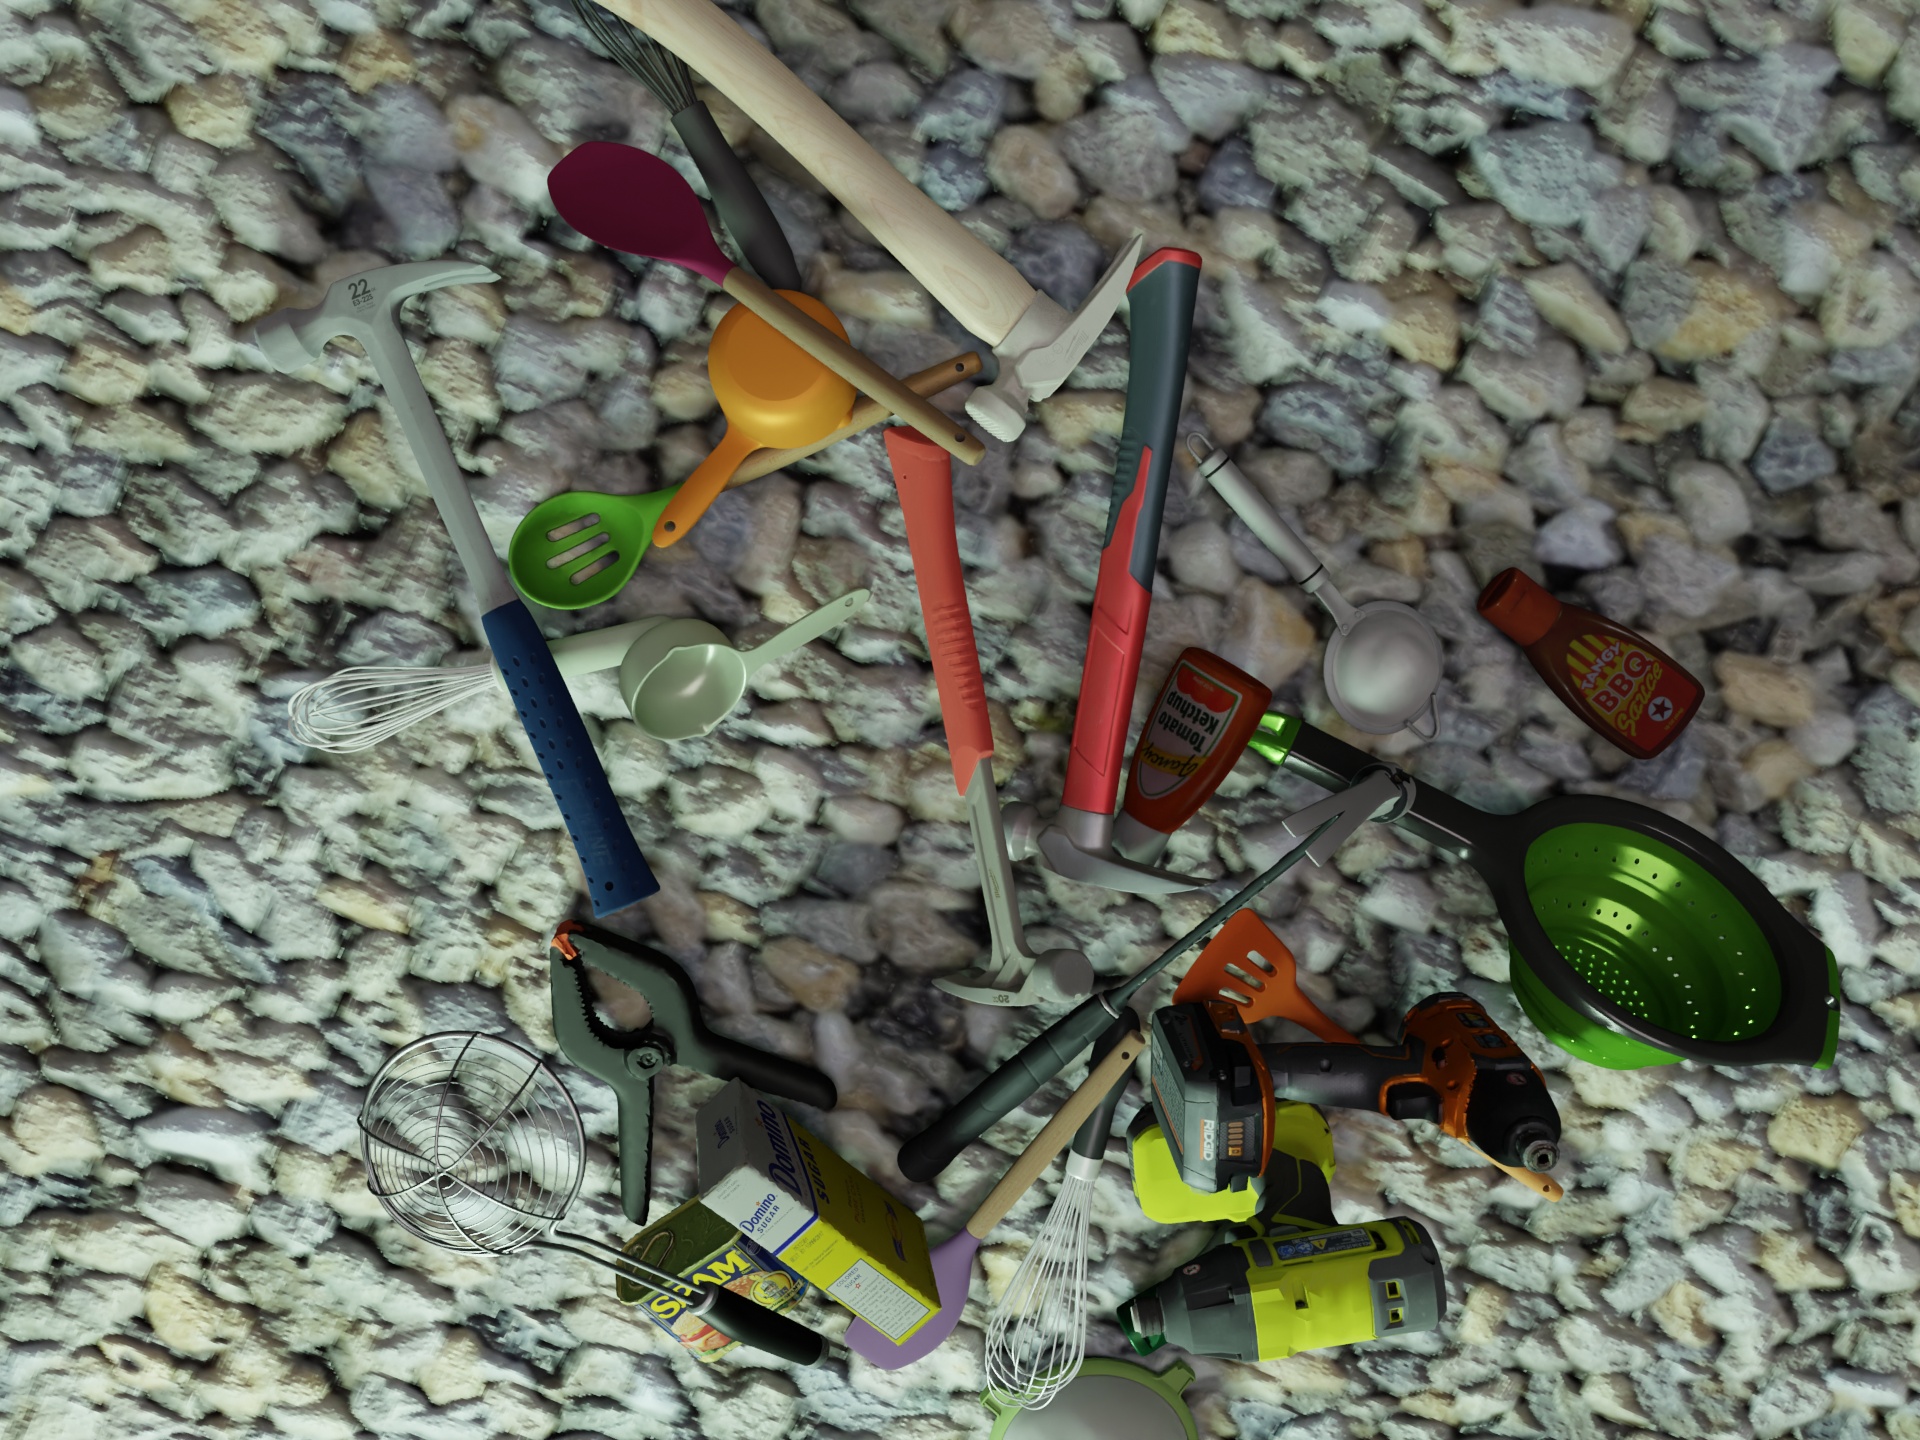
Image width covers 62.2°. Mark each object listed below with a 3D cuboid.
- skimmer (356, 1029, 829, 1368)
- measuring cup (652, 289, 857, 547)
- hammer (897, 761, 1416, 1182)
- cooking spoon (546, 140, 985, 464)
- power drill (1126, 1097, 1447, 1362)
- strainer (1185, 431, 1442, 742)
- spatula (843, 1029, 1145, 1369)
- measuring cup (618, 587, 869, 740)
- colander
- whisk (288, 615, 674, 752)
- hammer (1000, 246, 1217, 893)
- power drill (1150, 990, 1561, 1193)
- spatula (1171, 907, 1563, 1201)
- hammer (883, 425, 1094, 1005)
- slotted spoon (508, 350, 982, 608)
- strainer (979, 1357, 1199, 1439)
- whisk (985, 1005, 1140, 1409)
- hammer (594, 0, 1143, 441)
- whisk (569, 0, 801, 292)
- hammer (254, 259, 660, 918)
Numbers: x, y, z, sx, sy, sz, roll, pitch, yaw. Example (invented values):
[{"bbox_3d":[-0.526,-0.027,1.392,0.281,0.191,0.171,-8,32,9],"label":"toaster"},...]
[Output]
[{"bbox_3d":[-0.197,0.301,0.949,0.127,0.090,0.362,-36,132,9],"label":"skimmer"},{"bbox_3d":[-0.131,-0.177,0.938,0.095,0.052,0.173,36,84,4],"label":"measuring cup"},{"bbox_3d":[0.102,0.166,0.971,0.409,0.149,0.036,-44,75,24],"label":"hammer"},{"bbox_3d":[-0.112,-0.239,0.910,0.319,0.017,0.069,38,73,13],"label":"cooking spoon"},{"bbox_3d":[0.177,0.307,0.975,0.171,0.223,0.080,-9,101,-1],"label":"power drill"},{"bbox_3d":[0.228,-0.083,1.001,0.087,0.050,0.258,-44,96,-10],"label":"strainer"},{"bbox_3d":[0.026,0.322,1.054,0.059,0.018,0.316,34,108,-5],"label":"spatula"},{"bbox_3d":[-0.135,-0.050,0.988,0.167,0.038,0.083,-30,144,-16],"label":"measuring cup"},{"bbox_3d":[0.345,0.114,1.013,0.397,0.205,0.094,27,133,8],"label":"colander"},{"bbox_3d":[-0.294,-0.028,0.985,0.246,0.059,0.057,-13,138,-4],"label":"whisk"},{"bbox_3d":[0.115,-0.089,0.969,0.143,0.038,0.386,12,97,29],"label":"hammer"},{"bbox_3d":[0.239,0.226,0.960,0.226,0.164,0.084,-2,105,-4],"label":"power drill"},{"bbox_3d":[0.282,0.236,1.061,0.322,0.041,0.081,35,96,-9],"label":"spatula"},{"bbox_3d":[-0.002,-0.003,0.983,0.036,0.149,0.359,-11,90,-31],"label":"hammer"},{"bbox_3d":[-0.130,-0.154,0.977,0.314,0.031,0.070,-25,97,0],"label":"slotted spoon"},{"bbox_3d":[0.099,0.574,1.099,0.151,0.069,0.256,-5,99,-2],"label":"strainer"},{"bbox_3d":[0.073,0.326,1.062,0.070,0.070,0.284,14,95,-5],"label":"whisk"},{"bbox_3d":[-0.081,-0.343,0.904,0.410,0.038,0.146,38,89,-17],"label":"hammer"},{"bbox_3d":[-0.161,-0.354,0.931,0.055,0.055,0.239,-30,105,3],"label":"whisk"},{"bbox_3d":[-0.272,-0.079,0.943,0.144,0.035,0.405,-23,91,5],"label":"hammer"}]
